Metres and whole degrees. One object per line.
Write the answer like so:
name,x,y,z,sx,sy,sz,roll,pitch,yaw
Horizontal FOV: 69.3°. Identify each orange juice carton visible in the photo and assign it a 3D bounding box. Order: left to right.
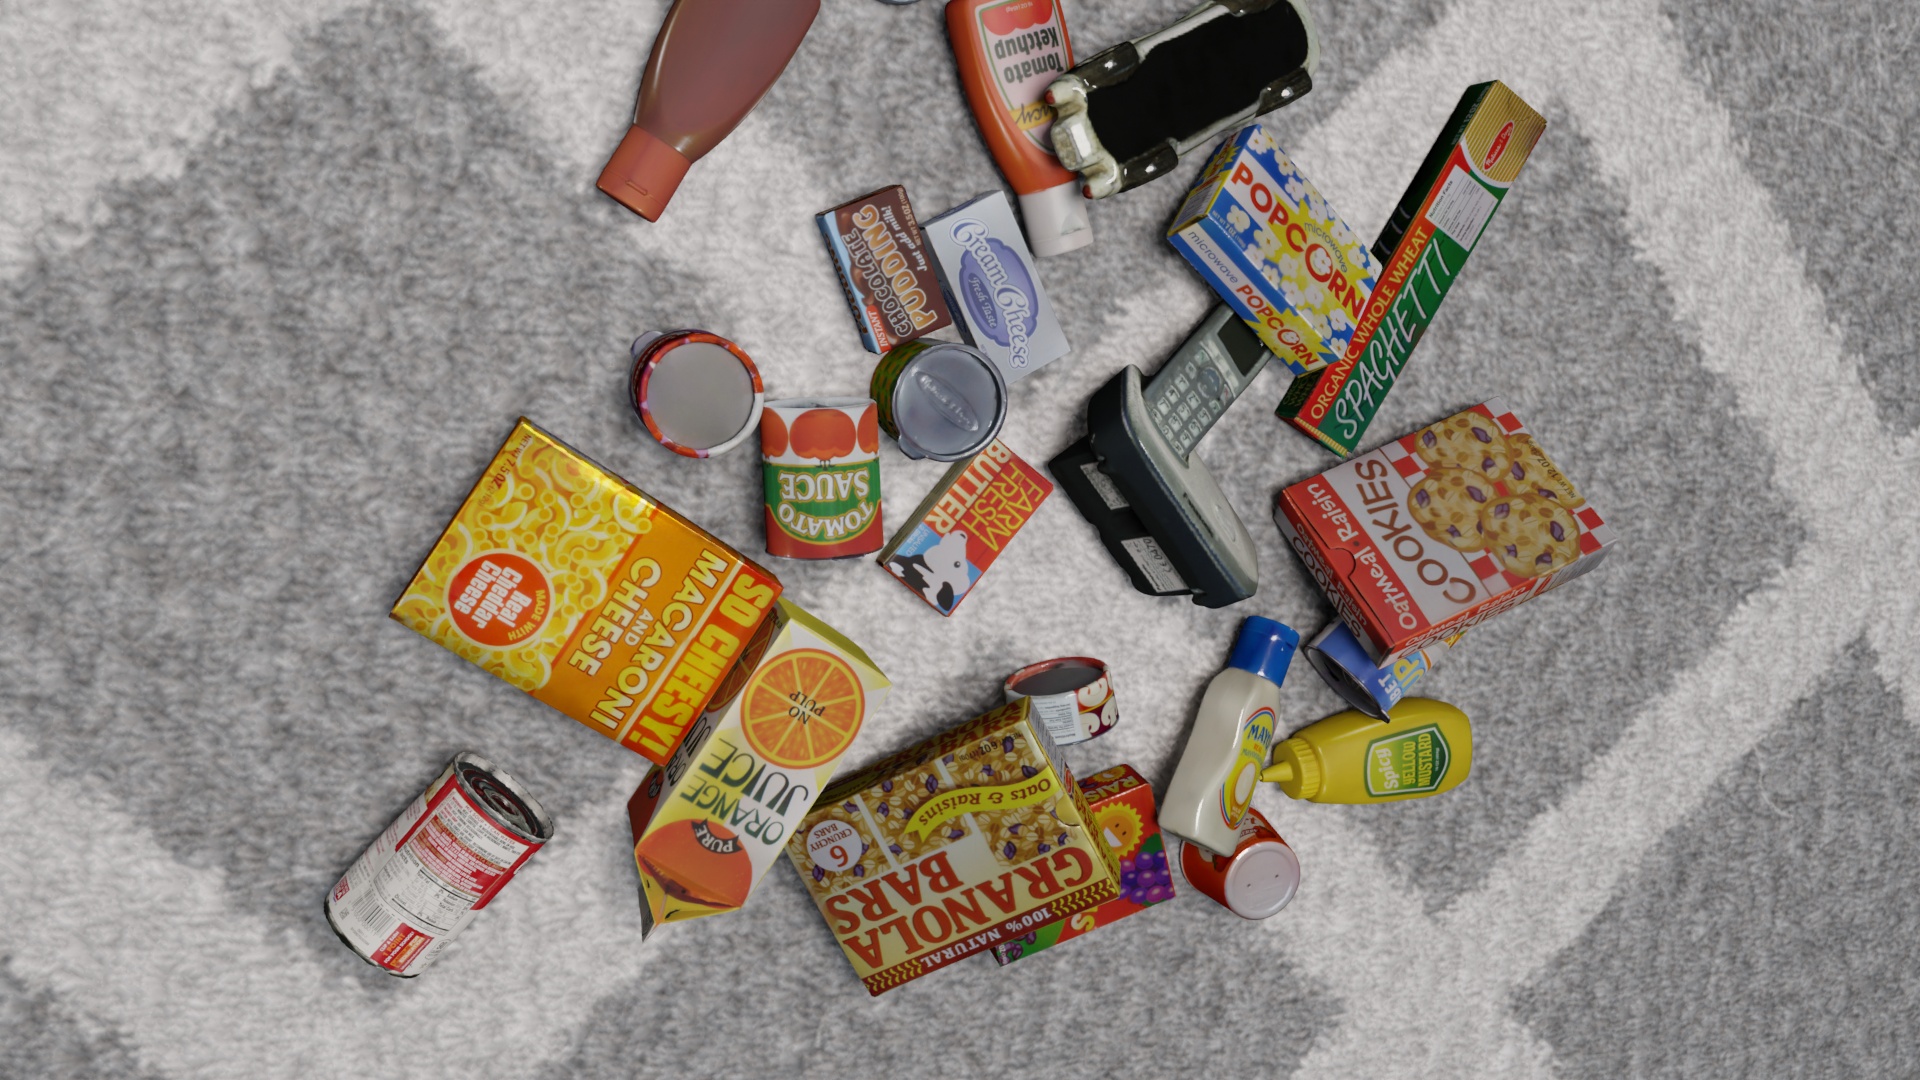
orange juice carton,-0.127,0.132,0.784,0.073,0.072,0.192,35,88,-20

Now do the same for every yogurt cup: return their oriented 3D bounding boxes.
yogurt cup,0.185,0.211,0.908,0.072,0.054,0.072,-4,102,-17

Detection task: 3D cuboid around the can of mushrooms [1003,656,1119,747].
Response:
can of mushrooms,0.062,0.096,0.842,0.071,0.071,0.033,-16,104,-14

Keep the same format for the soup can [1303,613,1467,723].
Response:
soup can,0.278,0.066,0.902,0.084,0.071,0.071,-43,110,-6

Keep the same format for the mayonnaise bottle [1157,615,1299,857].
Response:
mayonnaise bottle,0.173,0.121,0.879,0.064,0.041,0.148,36,73,-47

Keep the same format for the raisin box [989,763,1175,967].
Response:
raisin box,0.067,0.204,0.877,0.123,0.040,0.086,-18,104,-12

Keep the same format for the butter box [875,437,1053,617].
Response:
butter box,0.003,-0.010,0.824,0.053,0.024,0.103,41,87,-19

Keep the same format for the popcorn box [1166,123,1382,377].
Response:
popcorn box,0.189,-0.172,0.828,0.126,0.038,0.085,42,58,-20

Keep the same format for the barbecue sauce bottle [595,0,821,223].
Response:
barbecue sauce bottle,-0.136,-0.238,0.726,0.065,0.044,0.148,32,90,-20

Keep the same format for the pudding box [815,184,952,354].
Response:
pudding box,-0.043,-0.152,0.779,0.050,0.030,0.083,-23,106,-11

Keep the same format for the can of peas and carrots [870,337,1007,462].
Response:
can of peas and carrots,-0.015,-0.079,0.787,0.071,0.059,0.070,-3,102,-16

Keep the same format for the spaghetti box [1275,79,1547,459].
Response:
spaghetti box,0.285,-0.171,0.880,0.050,0.029,0.250,31,90,-20

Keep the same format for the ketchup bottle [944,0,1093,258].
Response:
ketchup bottle,0.040,-0.236,0.782,0.065,0.043,0.148,-22,107,-20

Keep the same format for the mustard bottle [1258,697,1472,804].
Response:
mustard bottle,0.261,0.146,0.922,0.160,0.049,0.065,-8,101,-16

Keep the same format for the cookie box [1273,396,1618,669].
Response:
cookie box,0.301,-0.008,0.872,0.168,0.040,0.123,-22,61,-12

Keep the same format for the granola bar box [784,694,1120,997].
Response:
granola bar box,-0.007,0.181,0.813,0.165,0.039,0.124,-25,102,11

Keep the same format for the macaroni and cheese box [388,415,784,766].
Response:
macaroni and cheese box,-0.200,0.029,0.758,0.166,0.040,0.123,34,89,-20

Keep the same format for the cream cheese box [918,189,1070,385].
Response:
cream cheese box,0.019,-0.145,0.803,0.053,0.024,0.103,-30,108,-12

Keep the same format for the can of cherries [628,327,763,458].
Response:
can of cherries,-0.145,-0.081,0.745,0.071,0.058,0.071,-4,102,-17

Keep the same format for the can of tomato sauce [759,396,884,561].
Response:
can of tomato sauce,-0.077,-0.035,0.769,0.071,0.071,0.083,-5,102,-17
